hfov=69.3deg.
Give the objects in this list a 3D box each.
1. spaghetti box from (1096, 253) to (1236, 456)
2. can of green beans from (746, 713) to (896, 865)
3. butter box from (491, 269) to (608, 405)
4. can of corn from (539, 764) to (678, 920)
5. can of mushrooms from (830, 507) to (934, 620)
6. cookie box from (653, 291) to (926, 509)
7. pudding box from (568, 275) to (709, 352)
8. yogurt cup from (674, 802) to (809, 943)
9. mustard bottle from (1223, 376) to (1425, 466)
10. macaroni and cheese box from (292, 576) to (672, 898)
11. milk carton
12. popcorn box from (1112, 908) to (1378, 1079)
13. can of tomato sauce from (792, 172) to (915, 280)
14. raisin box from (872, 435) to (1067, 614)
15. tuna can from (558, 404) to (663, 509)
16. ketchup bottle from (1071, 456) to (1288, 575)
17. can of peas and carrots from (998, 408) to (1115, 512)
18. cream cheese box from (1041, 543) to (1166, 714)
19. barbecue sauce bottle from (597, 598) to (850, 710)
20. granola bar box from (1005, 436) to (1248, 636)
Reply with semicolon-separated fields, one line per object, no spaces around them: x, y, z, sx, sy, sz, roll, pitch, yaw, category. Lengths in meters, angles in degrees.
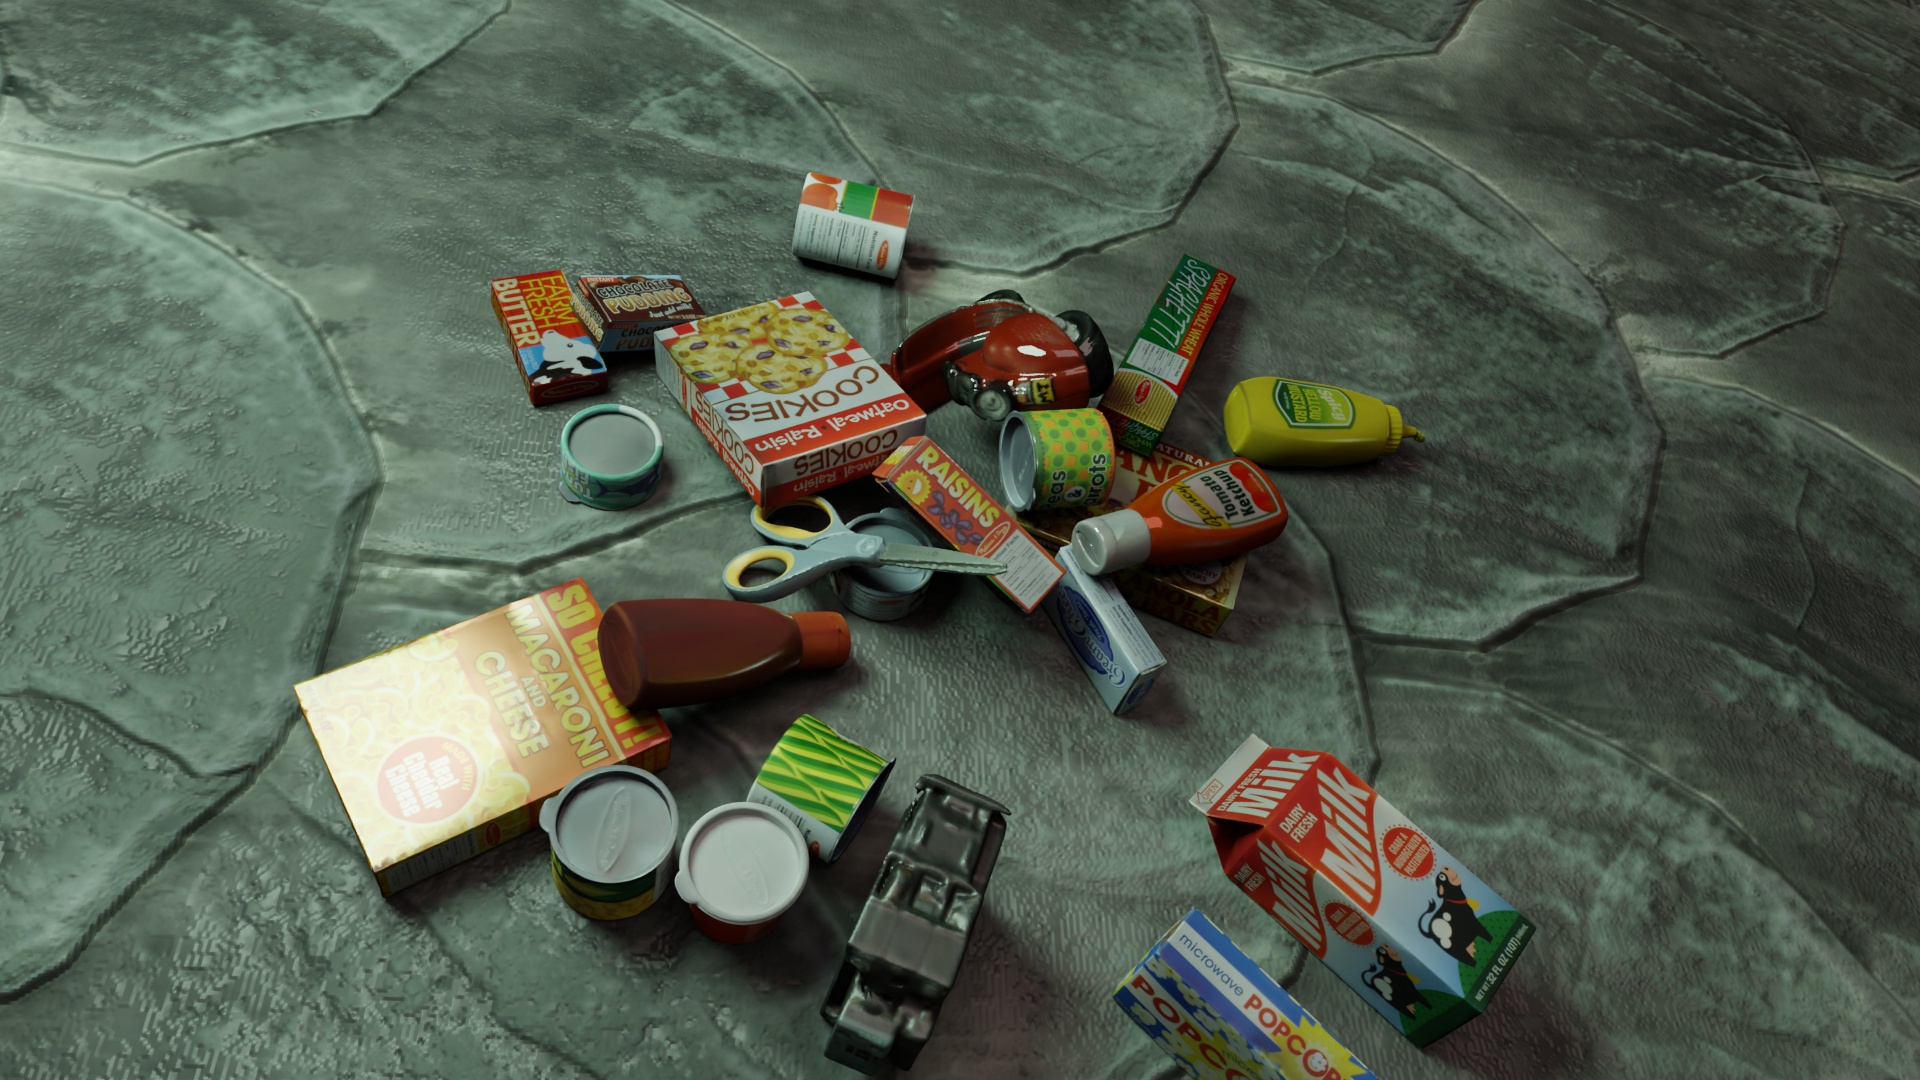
0.159;-0.148;1.059;0.050;0.028;0.251;26;42;5;spaghetti box
-0.080;0.140;0.787;0.058;0.071;0.071;30;53;8;can of green beans
-0.287;-0.143;0.968;0.053;0.024;0.104;-16;60;-25;butter box
-0.189;0.163;0.747;0.071;0.058;0.071;7;53;-10;can of corn
-0.050;0.016;0.907;0.071;0.033;0.071;7;53;-9;can of mushrooms
-0.118;-0.099;0.950;0.123;0.040;0.168;-20;48;-27;cookie box
-0.226;-0.161;0.978;0.084;0.030;0.050;-10;55;-45;pudding box
-0.119;0.183;0.753;0.072;0.053;0.073;7;53;-10;yogurt cup
0.284;-0.088;1.061;0.160;0.048;0.065;3;56;-13;mustard bottle
-0.266;0.105;0.781;0.167;0.040;0.124;-23;63;-27;macaroni and cheese box
0.228;0.198;0.821;0.191;0.073;0.073;42;56;17;milk carton
0.149;0.265;0.743;0.127;0.084;0.038;42;57;16;popcorn box
-0.082;-0.243;1.070;0.083;0.070;0.071;12;52;-5;can of tomato sauce
0.003;-0.011;0.882;0.123;0.086;0.040;44;87;-9;raisin box
-0.231;-0.055;0.912;0.071;0.032;0.071;7;53;-10;tuna can
0.142;-0.011;0.913;0.149;0.043;0.065;-16;59;-30;ketchup bottle
0.064;-0.052;0.915;0.059;0.070;0.071;-5;56;-18;can of peas and carrots
0.090;0.056;0.902;0.024;0.053;0.104;-18;61;-27;cream cheese box
-0.134;0.063;0.817;0.149;0.043;0.065;-1;49;-41;barbecue sauce bottle
0.120;-0.018;0.973;0.165;0.038;0.125;22;52;2;granola bar box
